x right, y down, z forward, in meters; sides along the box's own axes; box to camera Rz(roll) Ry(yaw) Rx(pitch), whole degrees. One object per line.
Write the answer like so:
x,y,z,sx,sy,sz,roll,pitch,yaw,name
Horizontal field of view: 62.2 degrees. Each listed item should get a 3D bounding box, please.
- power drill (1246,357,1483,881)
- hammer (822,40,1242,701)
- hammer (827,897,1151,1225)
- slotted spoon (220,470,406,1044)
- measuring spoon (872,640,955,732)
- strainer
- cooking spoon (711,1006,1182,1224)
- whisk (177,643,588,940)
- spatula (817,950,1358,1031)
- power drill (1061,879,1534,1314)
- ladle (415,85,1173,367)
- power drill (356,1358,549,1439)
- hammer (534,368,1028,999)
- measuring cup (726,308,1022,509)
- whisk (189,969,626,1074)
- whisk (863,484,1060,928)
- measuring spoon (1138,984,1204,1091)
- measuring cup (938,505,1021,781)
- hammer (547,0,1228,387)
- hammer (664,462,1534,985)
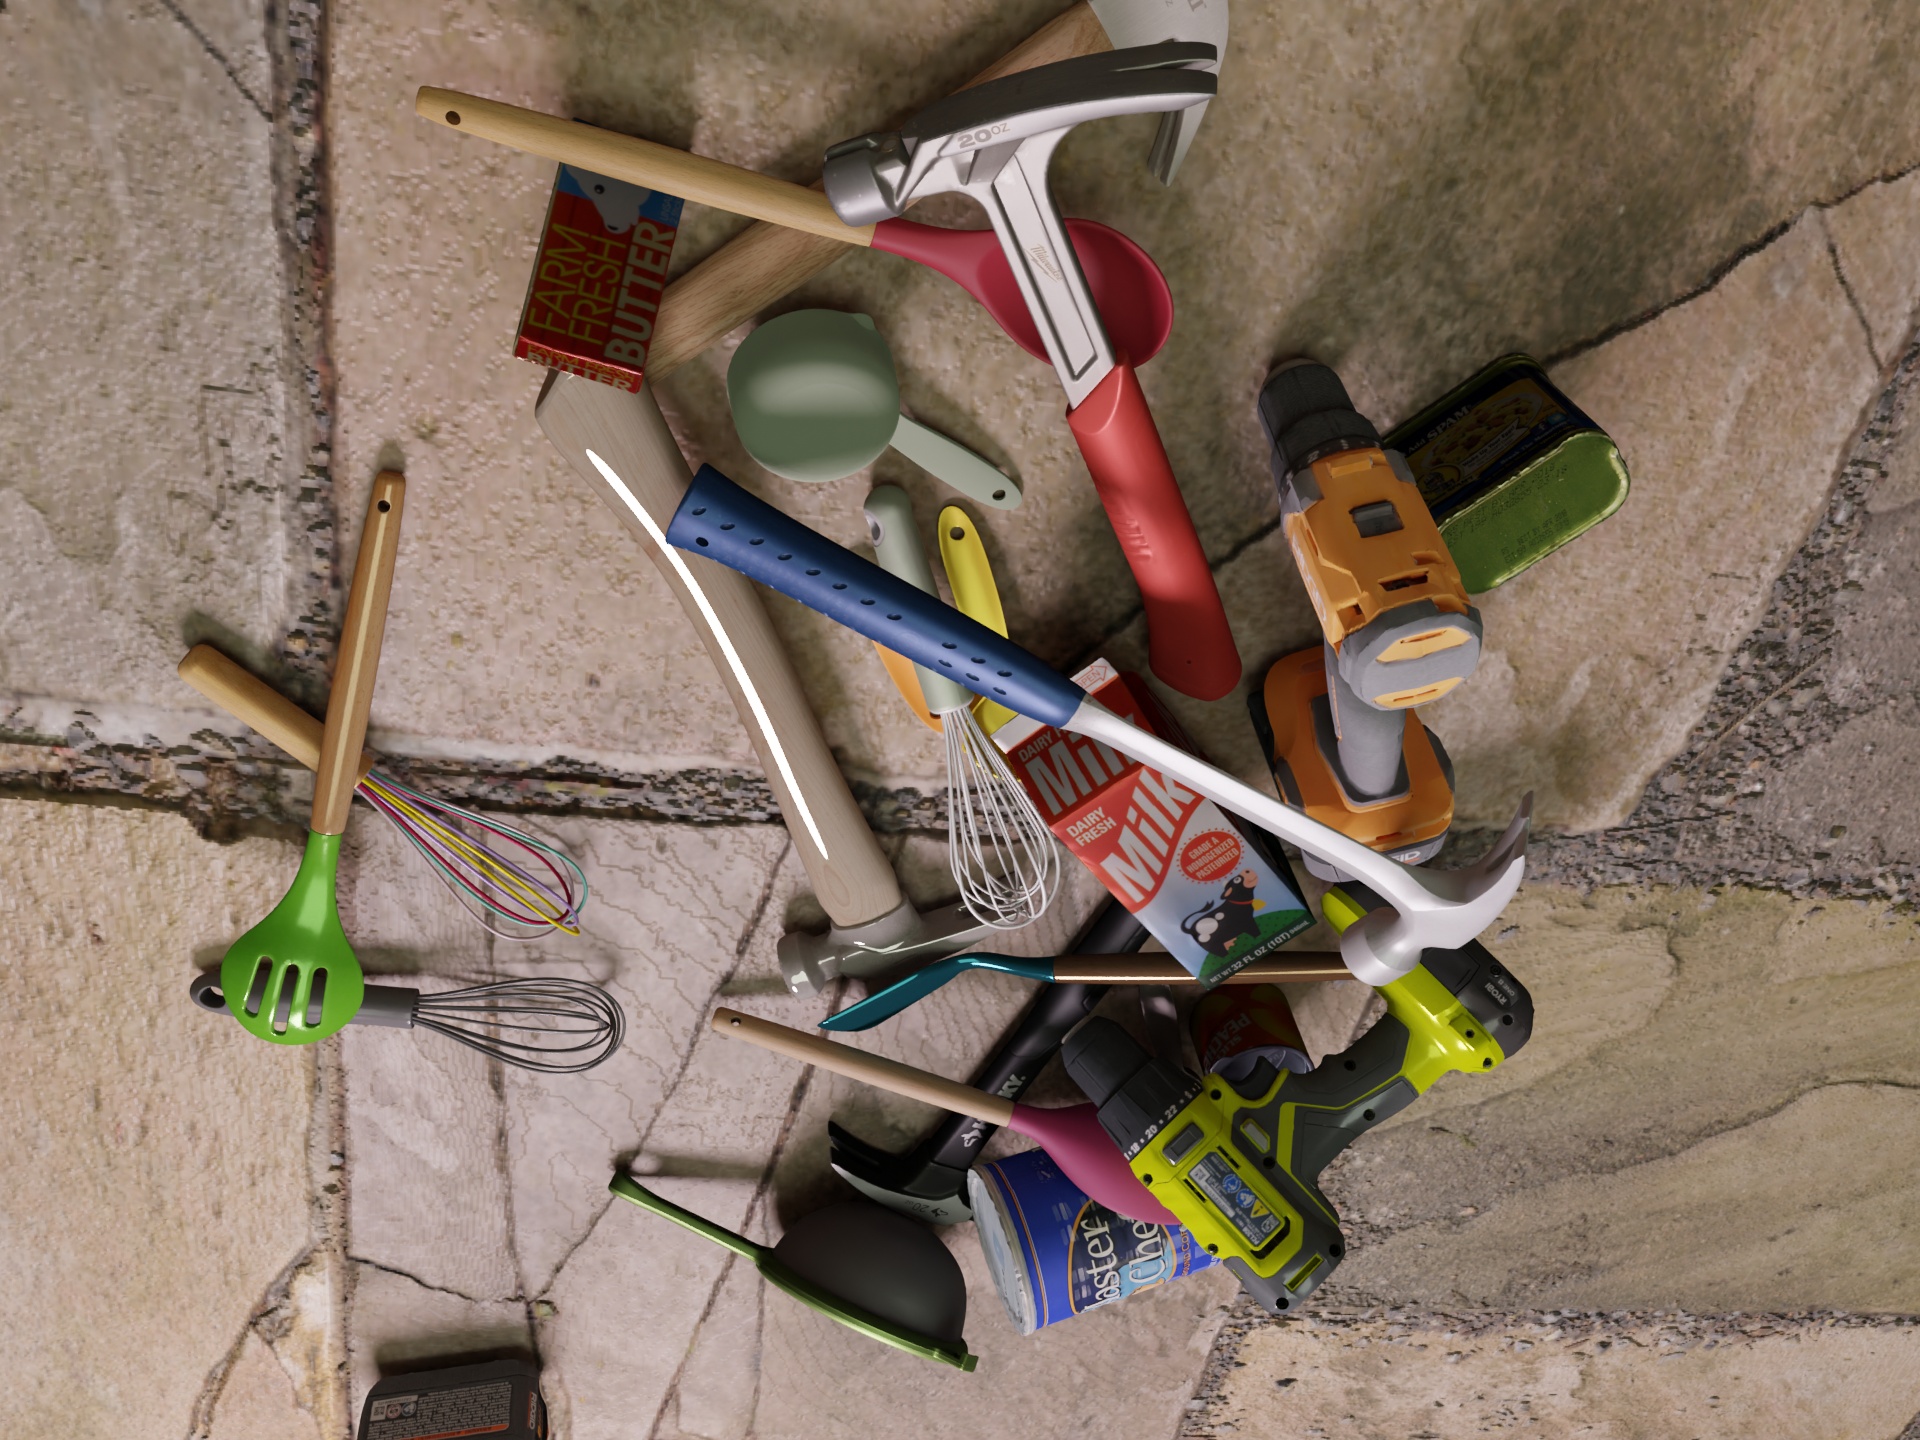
0.185,-0.047,0.773,0.084,0.186,0.226,-14,144,1,power drill
0.079,-0.124,0.700,0.149,0.037,0.358,-8,144,20,hammer
0.045,0.191,0.974,0.146,0.035,0.334,22,118,-22,hammer
-0.308,0.029,0.778,0.070,0.031,0.313,13,107,-14,slotted spoon
-0.031,-0.035,0.825,0.021,0.011,0.116,-25,128,9,measuring spoon
-0.099,0.330,1.031,0.256,0.151,0.069,27,78,-5,strainer
0.005,0.225,0.939,0.319,0.069,0.017,18,153,1,cooking spoon
-0.290,0.041,0.819,0.051,0.047,0.244,-39,118,19,whisk
0.079,0.150,0.891,0.317,0.044,0.082,-4,166,15,spatula
0.189,0.191,0.908,0.228,0.191,0.080,-43,164,-5,power drill
-0.061,-0.207,0.653,0.315,0.031,0.069,13,133,-13,ladle
-0.330,0.553,1.142,0.164,0.084,0.226,-6,129,-5,power drill
-0.087,-0.014,0.796,0.146,0.038,0.410,-19,129,3,hammer
-0.030,-0.124,0.729,0.167,0.038,0.083,25,127,-35,measuring cup
-0.311,0.166,0.900,0.239,0.055,0.055,7,123,-8,whisk
-0.001,-0.003,0.804,0.059,0.058,0.246,-25,110,-19,whisk
0.130,0.196,1.006,0.034,0.018,0.124,-8,119,12,measuring spoon
0.017,-0.042,0.823,0.062,0.029,0.156,-15,113,7,measuring cup
-0.036,-0.225,0.680,0.331,0.031,0.130,-31,122,13,hammer
0.062,-0.004,0.702,0.405,0.035,0.144,28,145,-7,hammer
